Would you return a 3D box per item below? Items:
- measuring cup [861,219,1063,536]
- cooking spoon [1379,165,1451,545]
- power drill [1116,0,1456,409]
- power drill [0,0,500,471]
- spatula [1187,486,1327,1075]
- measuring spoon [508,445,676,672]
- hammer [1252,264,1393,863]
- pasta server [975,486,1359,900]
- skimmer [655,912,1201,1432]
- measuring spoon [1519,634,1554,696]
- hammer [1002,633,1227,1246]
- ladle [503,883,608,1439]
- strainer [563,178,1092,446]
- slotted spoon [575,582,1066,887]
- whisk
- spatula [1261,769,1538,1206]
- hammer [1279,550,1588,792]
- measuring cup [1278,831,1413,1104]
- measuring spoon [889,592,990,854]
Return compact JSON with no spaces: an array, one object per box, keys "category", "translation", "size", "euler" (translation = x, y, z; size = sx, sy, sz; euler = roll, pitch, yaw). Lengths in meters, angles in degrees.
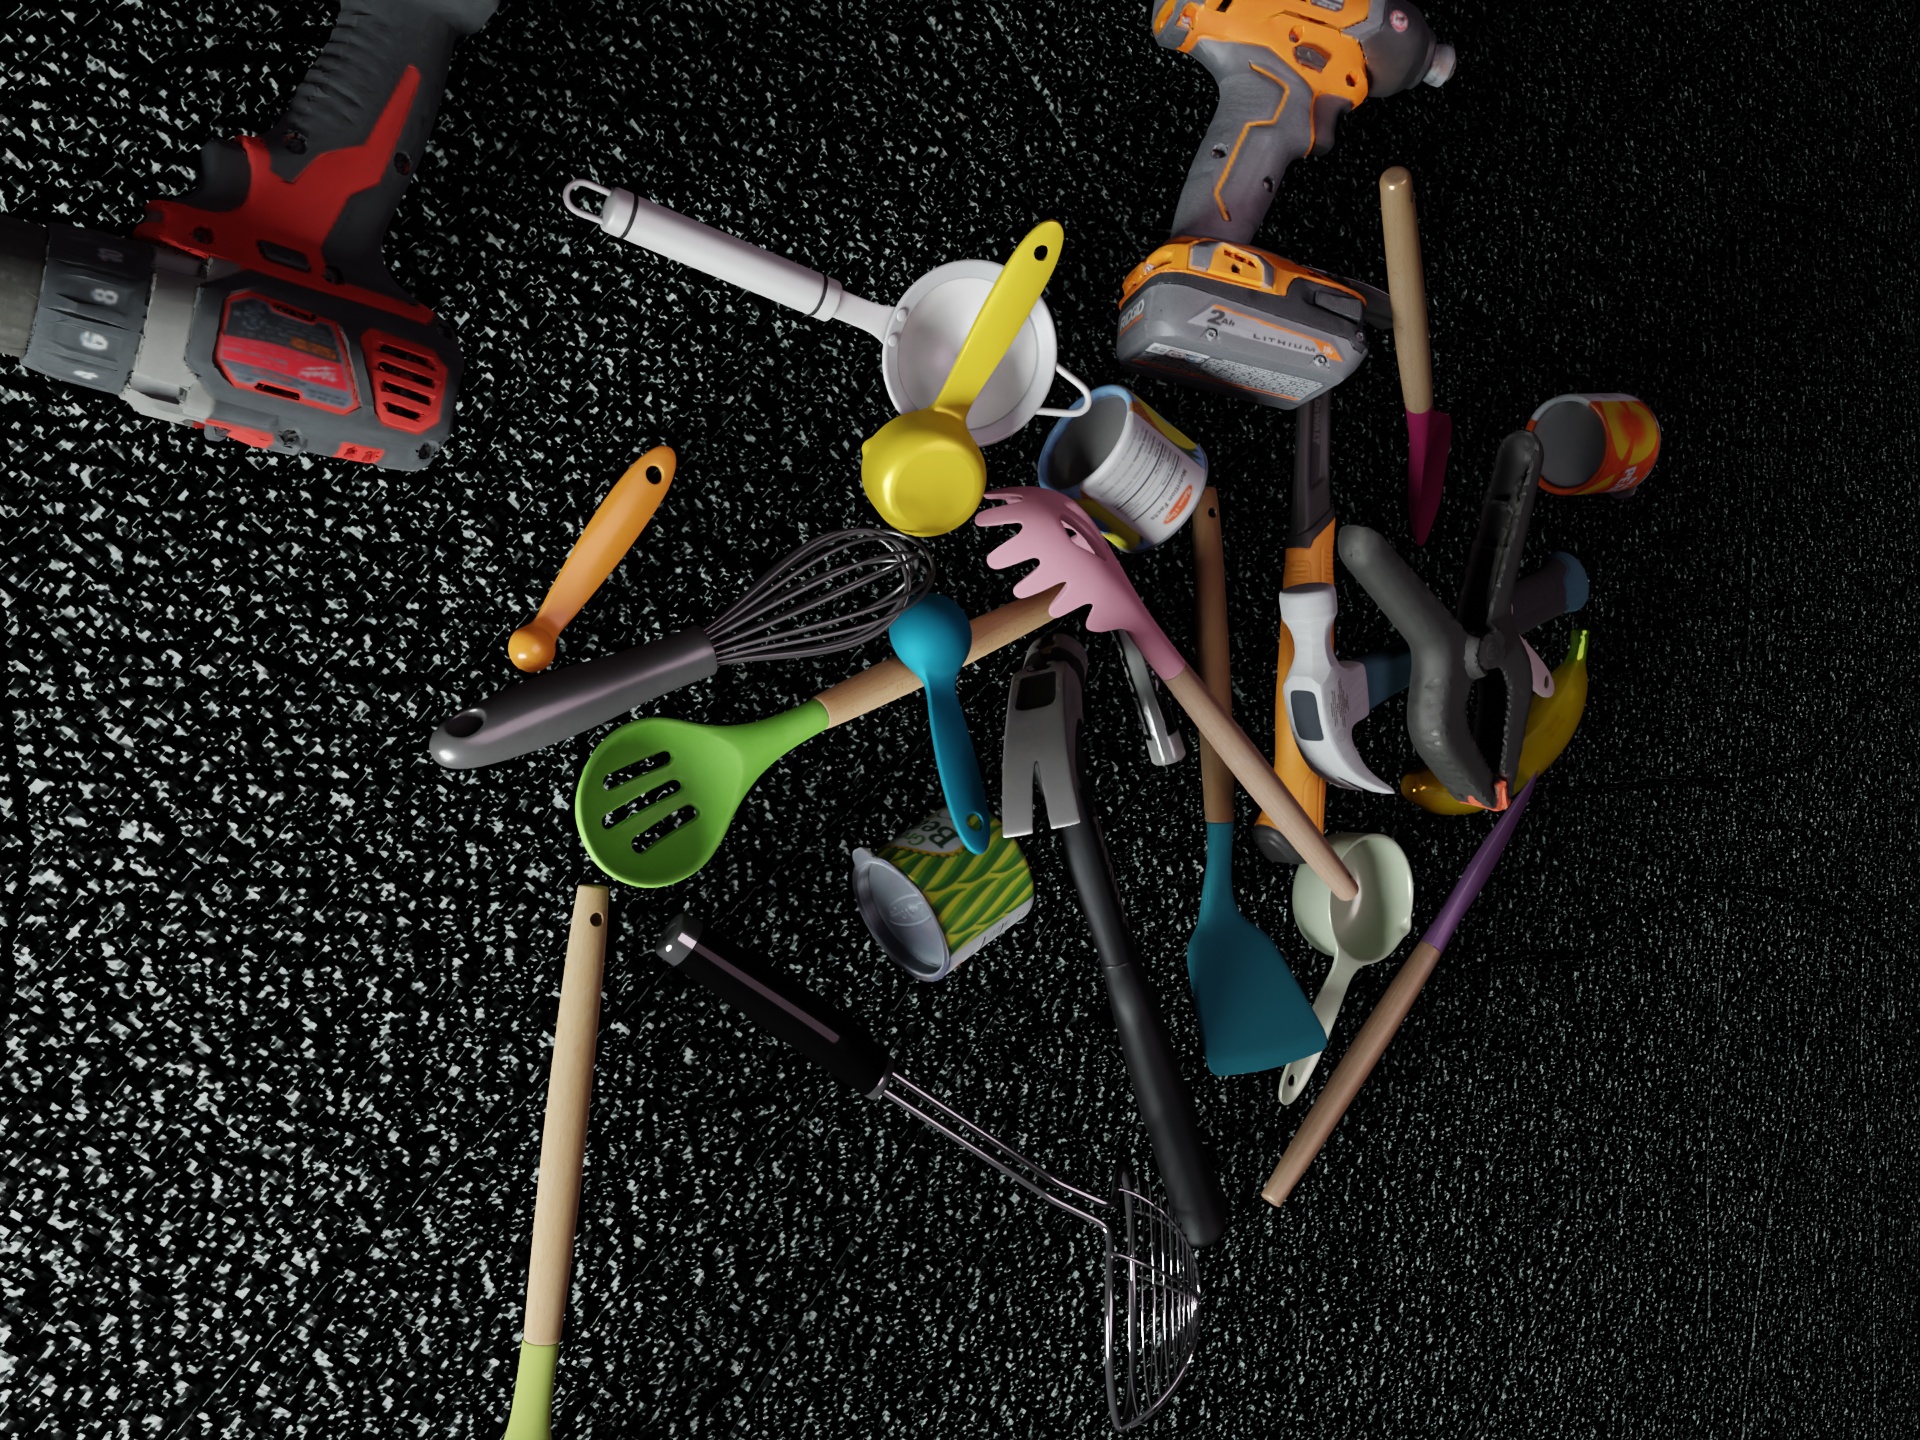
[{"category":"measuring cup","translation":[0.008,-0.152,0.719],"size":[0.062,0.029,0.156],"euler":[18,116,-28]},{"category":"cooking spoon","translation":[0.247,-0.188,0.864],"size":[0.069,0.017,0.318],"euler":[-66,154,-15]},{"category":"power drill","translation":[0.172,-0.285,0.828],"size":[0.164,0.084,0.226],"euler":[10,84,-12]},{"category":"power drill","translation":[-0.255,-0.212,0.548],"size":[0.187,0.080,0.227],"euler":[11,89,-36]},{"category":"spatula","translation":[0.149,0.030,0.873],"size":[0.082,0.044,0.317],"euler":[-6,94,-27]},{"category":"measuring spoon","translation":[-0.151,-0.069,0.666],"size":[0.021,0.011,0.117],"euler":[41,69,-30]},{"category":"hammer","translation":[0.205,-0.086,0.916],"size":[0.127,0.034,0.337],"euler":[3,90,-35]},{"category":"pasta server","translation":[0.118,-0.005,0.821],"size":[0.316,0.040,0.060],"euler":[48,36,-27]},{"category":"skimmer","translation":[-0.012,0.214,0.761],"size":[0.363,0.090,0.127],"euler":[38,34,-19]},{"category":"measuring spoon","translation":[0.343,-0.045,0.968],"size":[0.124,0.018,0.034],"euler":[36,68,-41]},{"category":"hammer","translation":[0.083,0.132,0.802],"size":[0.146,0.035,0.334],"euler":[-73,148,-63]},{"category":"ladle","translation":[-0.162,0.228,0.646],"size":[0.078,0.062,0.320],"euler":[9,84,-39]},{"category":"strainer","translation":[-0.055,-0.189,0.716],"size":[0.258,0.050,0.087],"euler":[16,102,-30]},{"category":"slotted spoon","translation":[-0.045,-0.011,0.739],"size":[0.314,0.031,0.070],"euler":[-28,101,-34]},{"category":"whisk","translation":[-0.112,-0.032,0.679],"size":[0.239,0.055,0.055],"euler":[-25,106,-28]},{"category":"spatula","translation":[0.273,0.160,0.969],"size":[0.316,0.018,0.059],"euler":[-52,157,-16]},{"category":"hammer","translation":[0.296,-0.050,0.956],"size":[0.331,0.033,0.128],"euler":[-21,109,-42]},{"category":"measuring cup","translation":[0.209,0.142,0.927],"size":[0.083,0.038,0.168],"euler":[36,73,-32]},{"category":"measuring spoon","translation":[-0.001,-0.002,0.730],"size":[0.042,0.021,0.129],"euler":[-2,70,-32]}]
